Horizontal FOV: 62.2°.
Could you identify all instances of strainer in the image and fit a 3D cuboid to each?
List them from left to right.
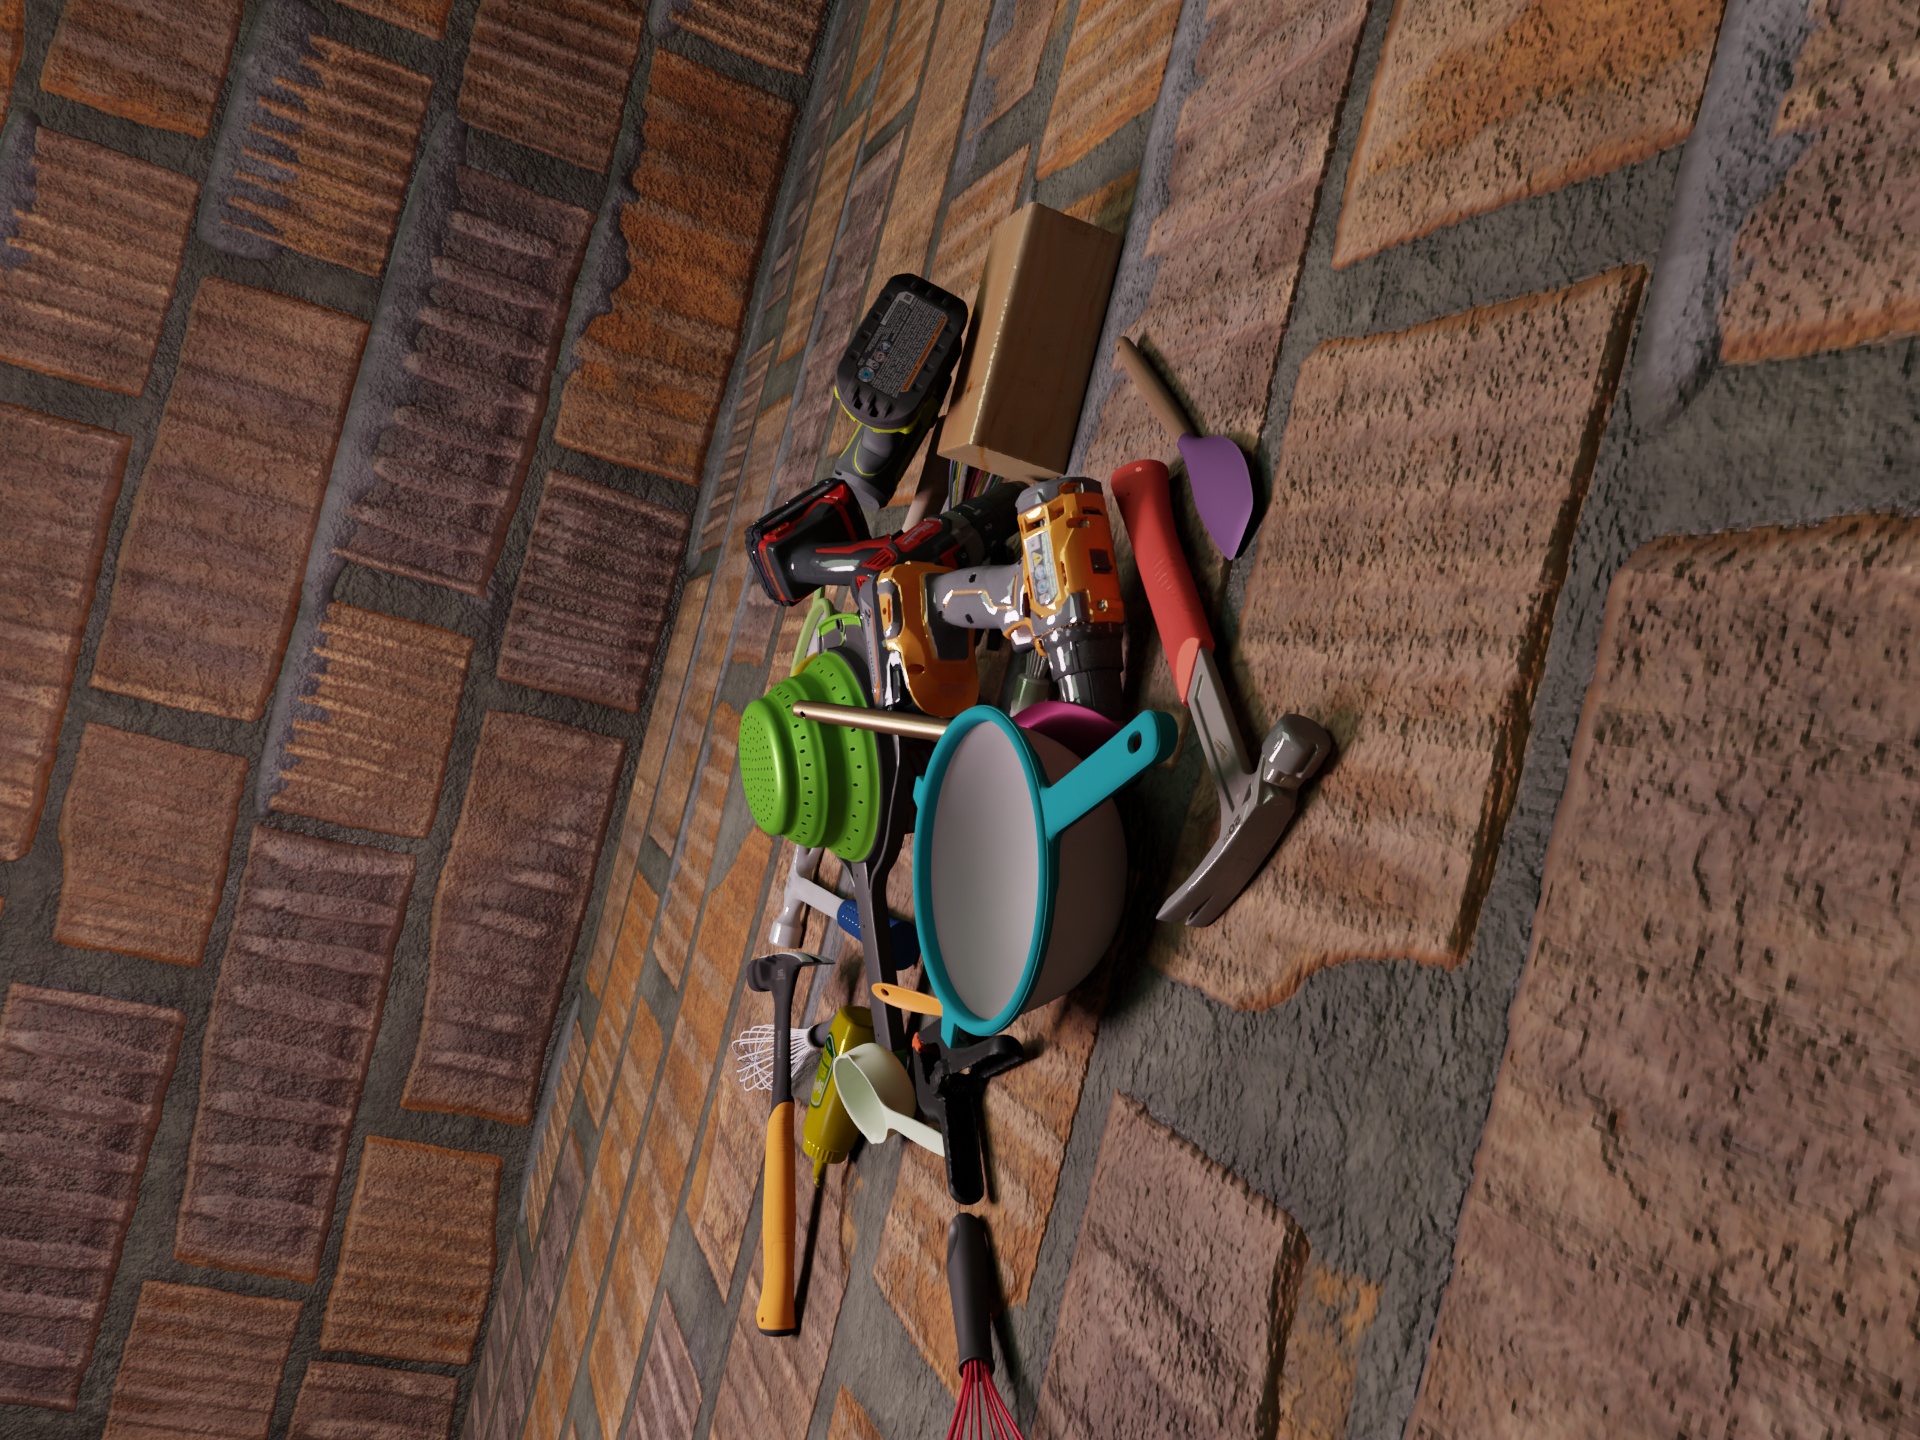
[{"bbox_3d":[-0.136,-0.098,1.762,0.151,0.069,0.257,127,153,-52],"label":"strainer"},{"bbox_3d":[0.073,0.072,0.985,0.340,0.095,0.211,135,133,-56],"label":"strainer"}]

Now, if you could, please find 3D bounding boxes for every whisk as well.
[{"bbox_3d":[-0.149,0.309,1.522,0.284,0.070,0.070,-34,44,55],"label":"whisk"},{"bbox_3d":[-0.001,-0.170,1.490,0.047,0.051,0.245,-62,-13,-78],"label":"whisk"},{"bbox_3d":[0.012,0.414,0.977,0.296,0.073,0.073,-98,29,-63],"label":"whisk"},{"bbox_3d":[0.057,-0.039,1.205,0.058,0.059,0.246,-88,12,-78],"label":"whisk"}]

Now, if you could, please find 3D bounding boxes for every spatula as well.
[{"bbox_3d":[0.151,-0.206,1.103,0.316,0.018,0.059,-106,27,-55],"label":"spatula"}]

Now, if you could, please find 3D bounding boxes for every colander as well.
[{"bbox_3d":[-0.112,0.114,1.300,0.204,0.094,0.397,175,87,-66],"label":"colander"}]

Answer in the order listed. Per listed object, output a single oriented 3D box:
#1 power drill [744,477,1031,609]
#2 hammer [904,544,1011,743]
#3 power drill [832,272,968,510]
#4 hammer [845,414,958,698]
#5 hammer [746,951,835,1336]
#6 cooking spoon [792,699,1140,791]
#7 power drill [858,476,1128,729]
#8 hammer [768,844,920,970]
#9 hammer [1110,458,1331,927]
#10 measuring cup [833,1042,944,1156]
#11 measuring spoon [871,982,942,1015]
[{"bbox_3d":[-0.059,-0.157,1.375,0.227,0.188,0.080,14,134,49],"label":"power drill"},{"bbox_3d":[-0.029,-0.017,1.455,0.130,0.031,0.331,-102,32,-54],"label":"hammer"},{"bbox_3d":[-0.049,-0.308,1.439,0.190,0.080,0.228,-62,-1,-10],"label":"power drill"},{"bbox_3d":[-0.067,-0.111,1.516,0.038,0.146,0.411,12,69,28],"label":"hammer"},{"bbox_3d":[-0.159,0.379,1.440,0.127,0.034,0.337,-21,65,56],"label":"hammer"},{"bbox_3d":[-0.007,0.008,1.132,0.319,0.017,0.068,8,125,40],"label":"cooking spoon"},{"bbox_3d":[0.030,-0.055,1.147,0.226,0.084,0.185,-19,77,47],"label":"power drill"},{"bbox_3d":[-0.114,0.179,1.540,0.405,0.035,0.144,-175,99,-71],"label":"hammer"},{"bbox_3d":[0.137,-0.045,0.995,0.359,0.036,0.149,-99,30,-49],"label":"hammer"},{"bbox_3d":[-0.040,0.300,1.235,0.168,0.038,0.083,12,120,53],"label":"measuring cup"},{"bbox_3d":[-0.028,0.216,1.234,0.117,0.011,0.021,3,119,46],"label":"measuring spoon"}]
